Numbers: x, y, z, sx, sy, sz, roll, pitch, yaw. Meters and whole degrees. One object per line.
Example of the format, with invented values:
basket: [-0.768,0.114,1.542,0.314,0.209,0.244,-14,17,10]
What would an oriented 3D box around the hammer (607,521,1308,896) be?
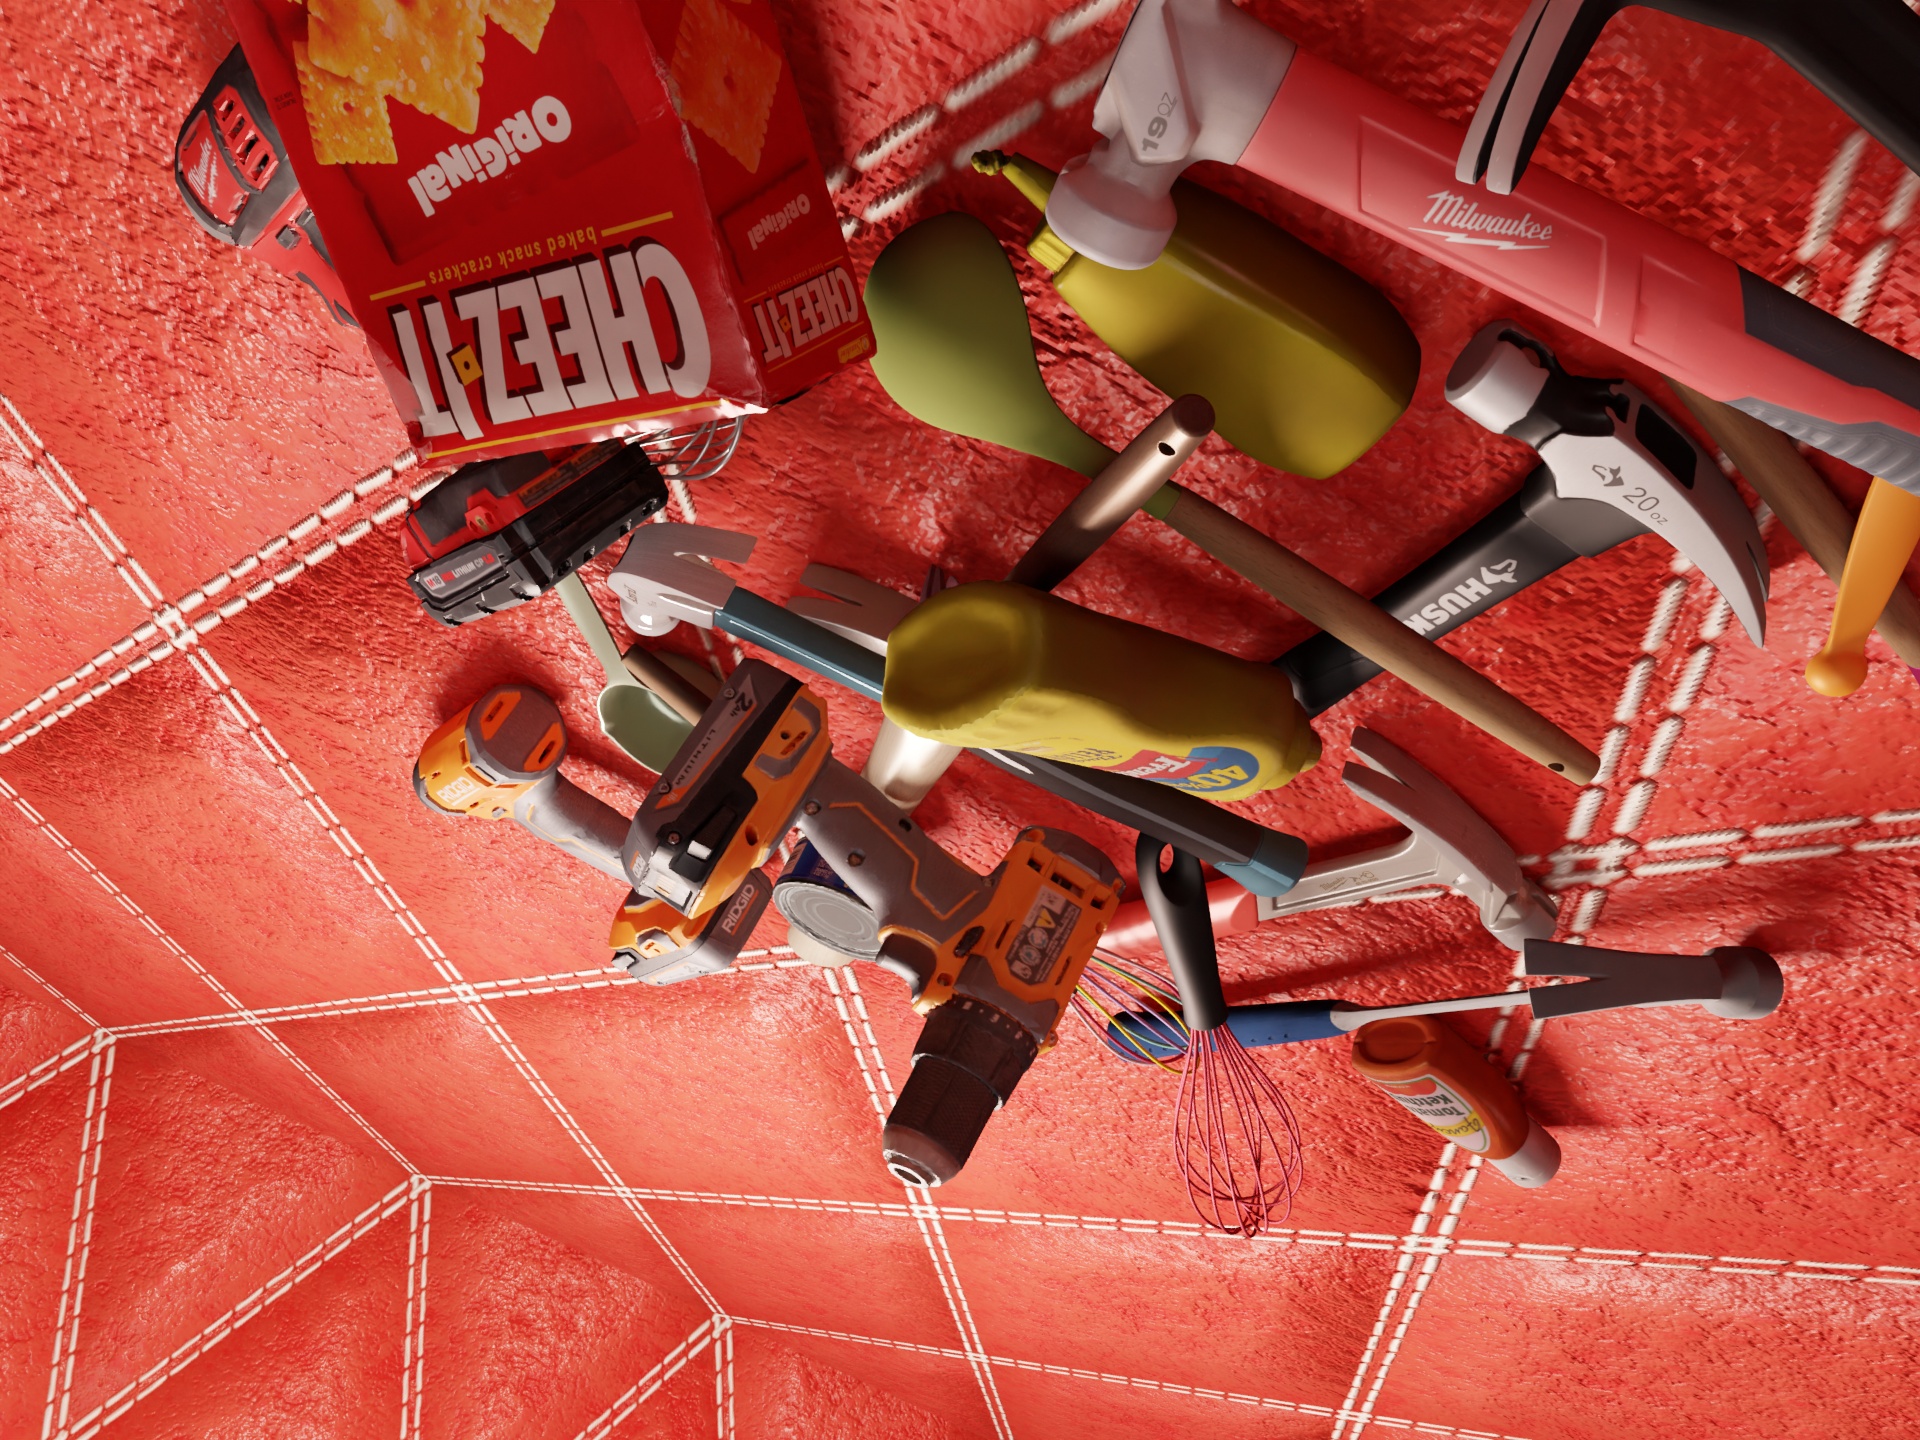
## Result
hammer: [-0.001,-0.002,0.705,0.331,0.033,0.128,25,166,-3]

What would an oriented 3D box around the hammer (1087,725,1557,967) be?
hammer: [0.127,0.099,0.861,0.149,0.037,0.359,38,145,-22]

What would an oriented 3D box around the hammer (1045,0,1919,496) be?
hammer: [0.226,-0.122,0.448,0.386,0.038,0.143,23,130,-7]

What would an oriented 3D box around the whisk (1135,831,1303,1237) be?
whisk: [0.133,0.170,0.841,0.073,0.073,0.295,3,126,30]

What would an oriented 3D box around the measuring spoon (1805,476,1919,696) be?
measuring spoon: [0.300,-0.053,0.515,0.021,0.011,0.116,2,129,6]

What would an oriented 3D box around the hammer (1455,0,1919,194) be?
hammer: [0.287,-0.108,0.406,0.336,0.034,0.127,28,108,-16]

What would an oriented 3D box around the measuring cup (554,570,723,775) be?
measuring cup: [-0.175,-0.038,0.858,0.083,0.038,0.167,2,133,33]

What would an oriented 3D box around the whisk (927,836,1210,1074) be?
whisk: [0.044,0.122,0.873,0.244,0.047,0.051,37,148,-16]

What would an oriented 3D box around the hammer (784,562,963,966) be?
hammer: [-0.061,0.054,0.915,0.146,0.038,0.410,26,149,-2]

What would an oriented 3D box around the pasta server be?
pasta server: [0.033,-0.062,0.591,0.060,0.040,0.316,29,165,-6]

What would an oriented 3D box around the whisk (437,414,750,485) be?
whisk: [-0.174,-0.122,0.722,0.246,0.059,0.058,-7,101,45]

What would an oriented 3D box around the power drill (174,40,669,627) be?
power drill: [-0.226,-0.152,0.636,0.143,0.078,0.219,-8,119,51]

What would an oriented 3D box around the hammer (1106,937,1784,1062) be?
hammer: [0.213,0.158,0.860,0.144,0.035,0.405,7,163,-32]

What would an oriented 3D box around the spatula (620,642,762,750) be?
spatula: [-0.058,0.063,0.864,0.315,0.018,0.060,41,-173,-18]

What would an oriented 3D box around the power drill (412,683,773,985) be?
power drill: [-0.251,0.077,1.035,0.226,0.084,0.164,42,144,-20]

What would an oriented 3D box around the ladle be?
ladle: [0.103,-0.073,0.575,0.320,0.062,0.078,31,152,-7]

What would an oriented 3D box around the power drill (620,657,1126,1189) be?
power drill: [-0.050,0.096,0.763,0.226,0.185,0.084,32,150,-3]

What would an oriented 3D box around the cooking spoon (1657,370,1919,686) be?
cooking spoon: [0.319,-0.039,0.545,0.318,0.017,0.068,38,130,-22]

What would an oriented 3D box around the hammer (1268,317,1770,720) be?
hammer: [0.164,-0.025,0.652,0.146,0.035,0.334,31,148,-11]
